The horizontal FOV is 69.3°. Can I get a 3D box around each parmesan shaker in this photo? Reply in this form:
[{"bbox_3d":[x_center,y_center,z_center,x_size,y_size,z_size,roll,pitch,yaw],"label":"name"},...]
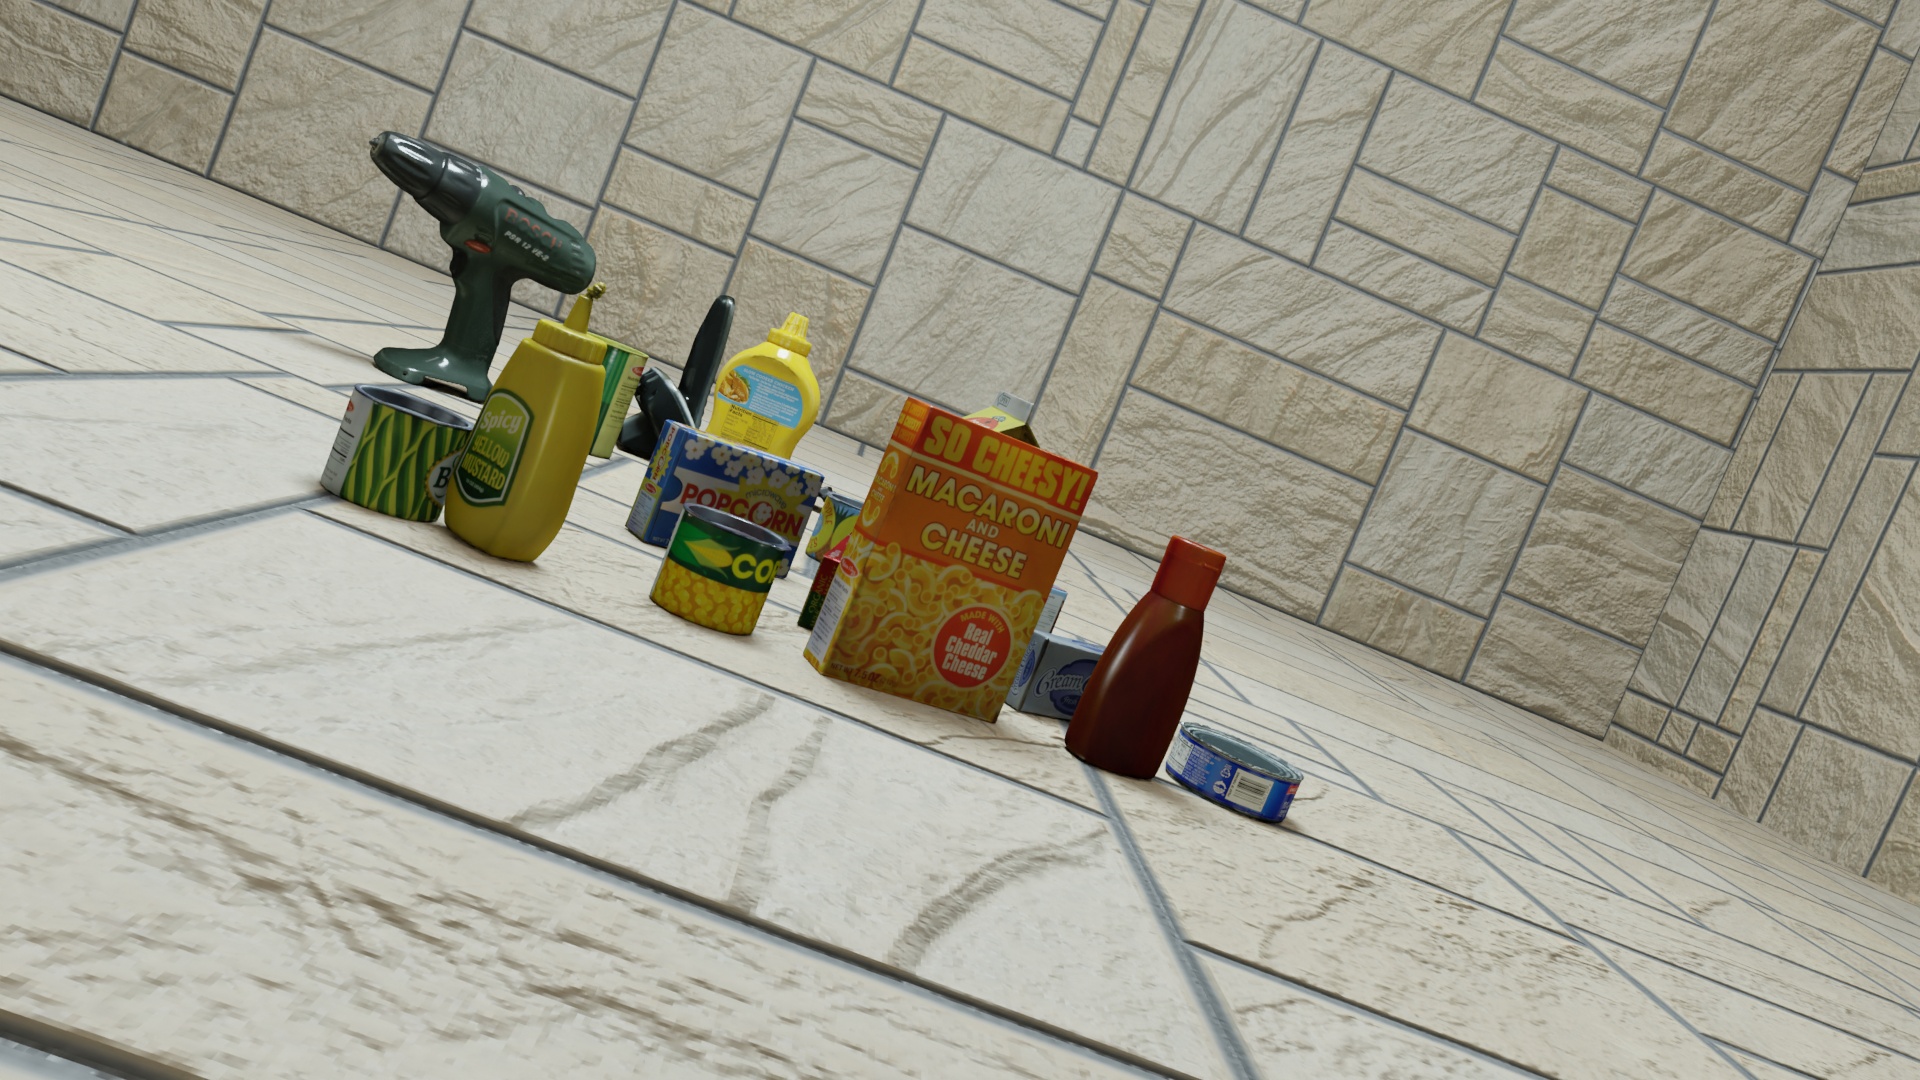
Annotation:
[{"bbox_3d":[-0.340,-0.135,1.287,0.071,0.103,0.071,22,5,-2],"label":"parmesan shaker"}]

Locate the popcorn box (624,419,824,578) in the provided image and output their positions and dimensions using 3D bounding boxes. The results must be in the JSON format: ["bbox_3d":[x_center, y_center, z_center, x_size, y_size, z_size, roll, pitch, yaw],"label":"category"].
[{"bbox_3d":[-0.170,-0.029,1.015,0.127,0.085,0.038,18,7,-41],"label":"popcorn box"}]

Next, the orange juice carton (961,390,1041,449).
[{"bbox_3d":[0.003,-0.012,0.978,0.073,0.192,0.072,21,5,-20],"label":"orange juice carton"}]

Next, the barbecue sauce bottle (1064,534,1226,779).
[{"bbox_3d":[0.120,0.071,0.860,0.065,0.148,0.044,20,5,-28],"label":"barbecue sauce bottle"}]

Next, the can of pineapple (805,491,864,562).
[{"bbox_3d":[-0.098,-0.005,1.219,0.071,0.058,0.071,22,5,-2],"label":"can of pineapple"}]

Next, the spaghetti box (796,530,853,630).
[{"bbox_3d":[-0.082,0.026,1.020,0.029,0.050,0.250,22,5,-1],"label":"spaghetti box"}]

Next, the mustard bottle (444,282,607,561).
[{"bbox_3d":[-0.233,-0.070,0.769,0.065,0.160,0.049,25,5,30],"label":"mustard bottle"}]

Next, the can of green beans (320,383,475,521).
[{"bbox_3d":[-0.314,-0.049,0.775,0.071,0.057,0.071,22,5,-2],"label":"can of green beans"}]

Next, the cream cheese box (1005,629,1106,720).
[{"bbox_3d":[0.076,0.096,0.952,0.104,0.053,0.024,17,7,-44],"label":"cream cheese box"}]

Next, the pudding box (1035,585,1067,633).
[{"bbox_3d":[0.053,0.055,1.278,0.084,0.049,0.030,19,6,-35],"label":"pudding box"}]

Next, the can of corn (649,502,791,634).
[{"bbox_3d":[-0.140,0.018,0.818,0.071,0.058,0.071,22,5,-2],"label":"can of corn"}]

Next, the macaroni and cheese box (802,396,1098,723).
[{"bbox_3d":[-0.006,0.013,0.829,0.124,0.166,0.040,20,5,-28],"label":"macaroni and cheese box"}]
